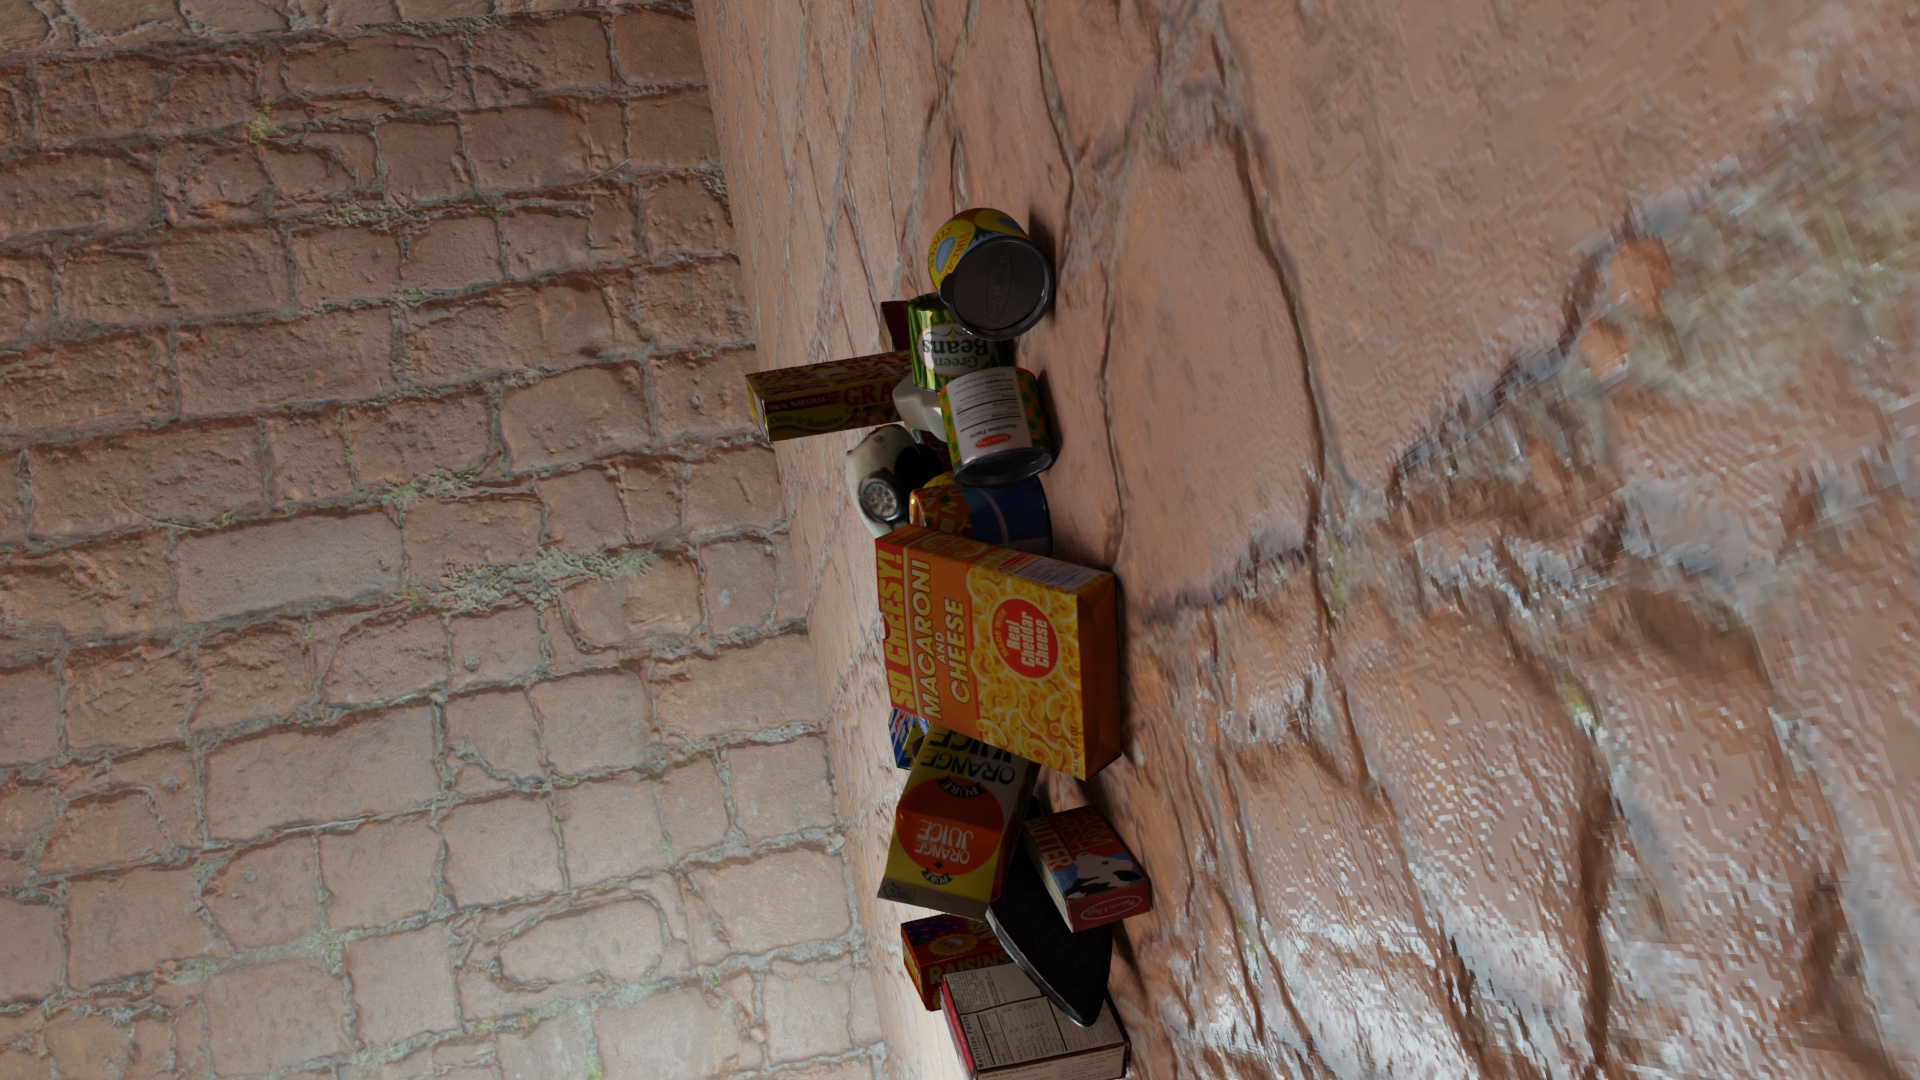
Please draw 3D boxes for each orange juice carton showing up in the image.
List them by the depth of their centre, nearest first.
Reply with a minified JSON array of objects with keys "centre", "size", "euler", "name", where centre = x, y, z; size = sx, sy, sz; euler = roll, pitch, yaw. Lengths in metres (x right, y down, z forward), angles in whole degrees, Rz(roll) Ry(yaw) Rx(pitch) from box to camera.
[{"centre":[0.008,0.167,0.928],"size":[0.194,0.072,0.072],"euler":[-66,-17,-46],"name":"orange juice carton"}]

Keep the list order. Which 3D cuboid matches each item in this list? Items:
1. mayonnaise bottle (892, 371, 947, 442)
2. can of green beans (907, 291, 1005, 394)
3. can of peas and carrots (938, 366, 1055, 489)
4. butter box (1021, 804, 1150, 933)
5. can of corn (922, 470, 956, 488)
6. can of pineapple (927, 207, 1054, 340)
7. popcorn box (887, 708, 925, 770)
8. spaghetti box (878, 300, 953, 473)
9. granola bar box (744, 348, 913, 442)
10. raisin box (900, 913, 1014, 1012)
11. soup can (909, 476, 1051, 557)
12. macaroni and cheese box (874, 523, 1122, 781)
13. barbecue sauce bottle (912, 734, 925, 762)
[{"centre":[-0.002,-0.099,1.012],"size":[0.041,0.065,0.148],"euler":[62,171,-22],"name":"mayonnaise bottle"},{"centre":[-0.002,-0.139,0.961],"size":[0.071,0.071,0.057],"euler":[-125,28,-65],"name":"can of green beans"},{"centre":[0.023,-0.072,0.895],"size":[0.070,0.071,0.059],"euler":[116,144,-70],"name":"can of peas and carrots"},{"centre":[0.078,0.205,0.879],"size":[0.104,0.053,0.024],"euler":[-129,28,-69],"name":"butter box"},{"centre":[0.004,-0.013,1.040],"size":[0.058,0.071,0.070],"euler":[-114,19,-53],"name":"can of corn"},{"centre":[0.016,-0.163,0.845],"size":[0.058,0.071,0.070],"euler":[-117,21,-56],"name":"can of pineapple"},{"centre":[-0.023,0.129,1.215],"size":[0.085,0.038,0.126],"euler":[-114,43,-68],"name":"popcorn box"},{"centre":[-0.033,-0.110,1.227],"size":[0.050,0.029,0.251],"euler":[96,161,-52],"name":"spaghetti box"},{"centre":[-0.086,-0.121,1.133],"size":[0.124,0.166,0.039],"euler":[-133,34,-69],"name":"granola bar box"},{"centre":[0.022,0.310,1.055],"size":[0.086,0.123,0.040],"euler":[-152,54,-75],"name":"raisin box"},{"centre":[0.012,-0.012,0.950],"size":[0.071,0.084,0.071],"euler":[173,88,-79],"name":"soup can"},{"centre":[0.020,0.065,0.867],"size":[0.166,0.040,0.123],"euler":[14,117,40],"name":"macaroni and cheese box"},{"centre":[0.000,0.231,1.136],"size":[0.065,0.044,0.148],"euler":[33,141,62],"name":"barbecue sauce bottle"}]
